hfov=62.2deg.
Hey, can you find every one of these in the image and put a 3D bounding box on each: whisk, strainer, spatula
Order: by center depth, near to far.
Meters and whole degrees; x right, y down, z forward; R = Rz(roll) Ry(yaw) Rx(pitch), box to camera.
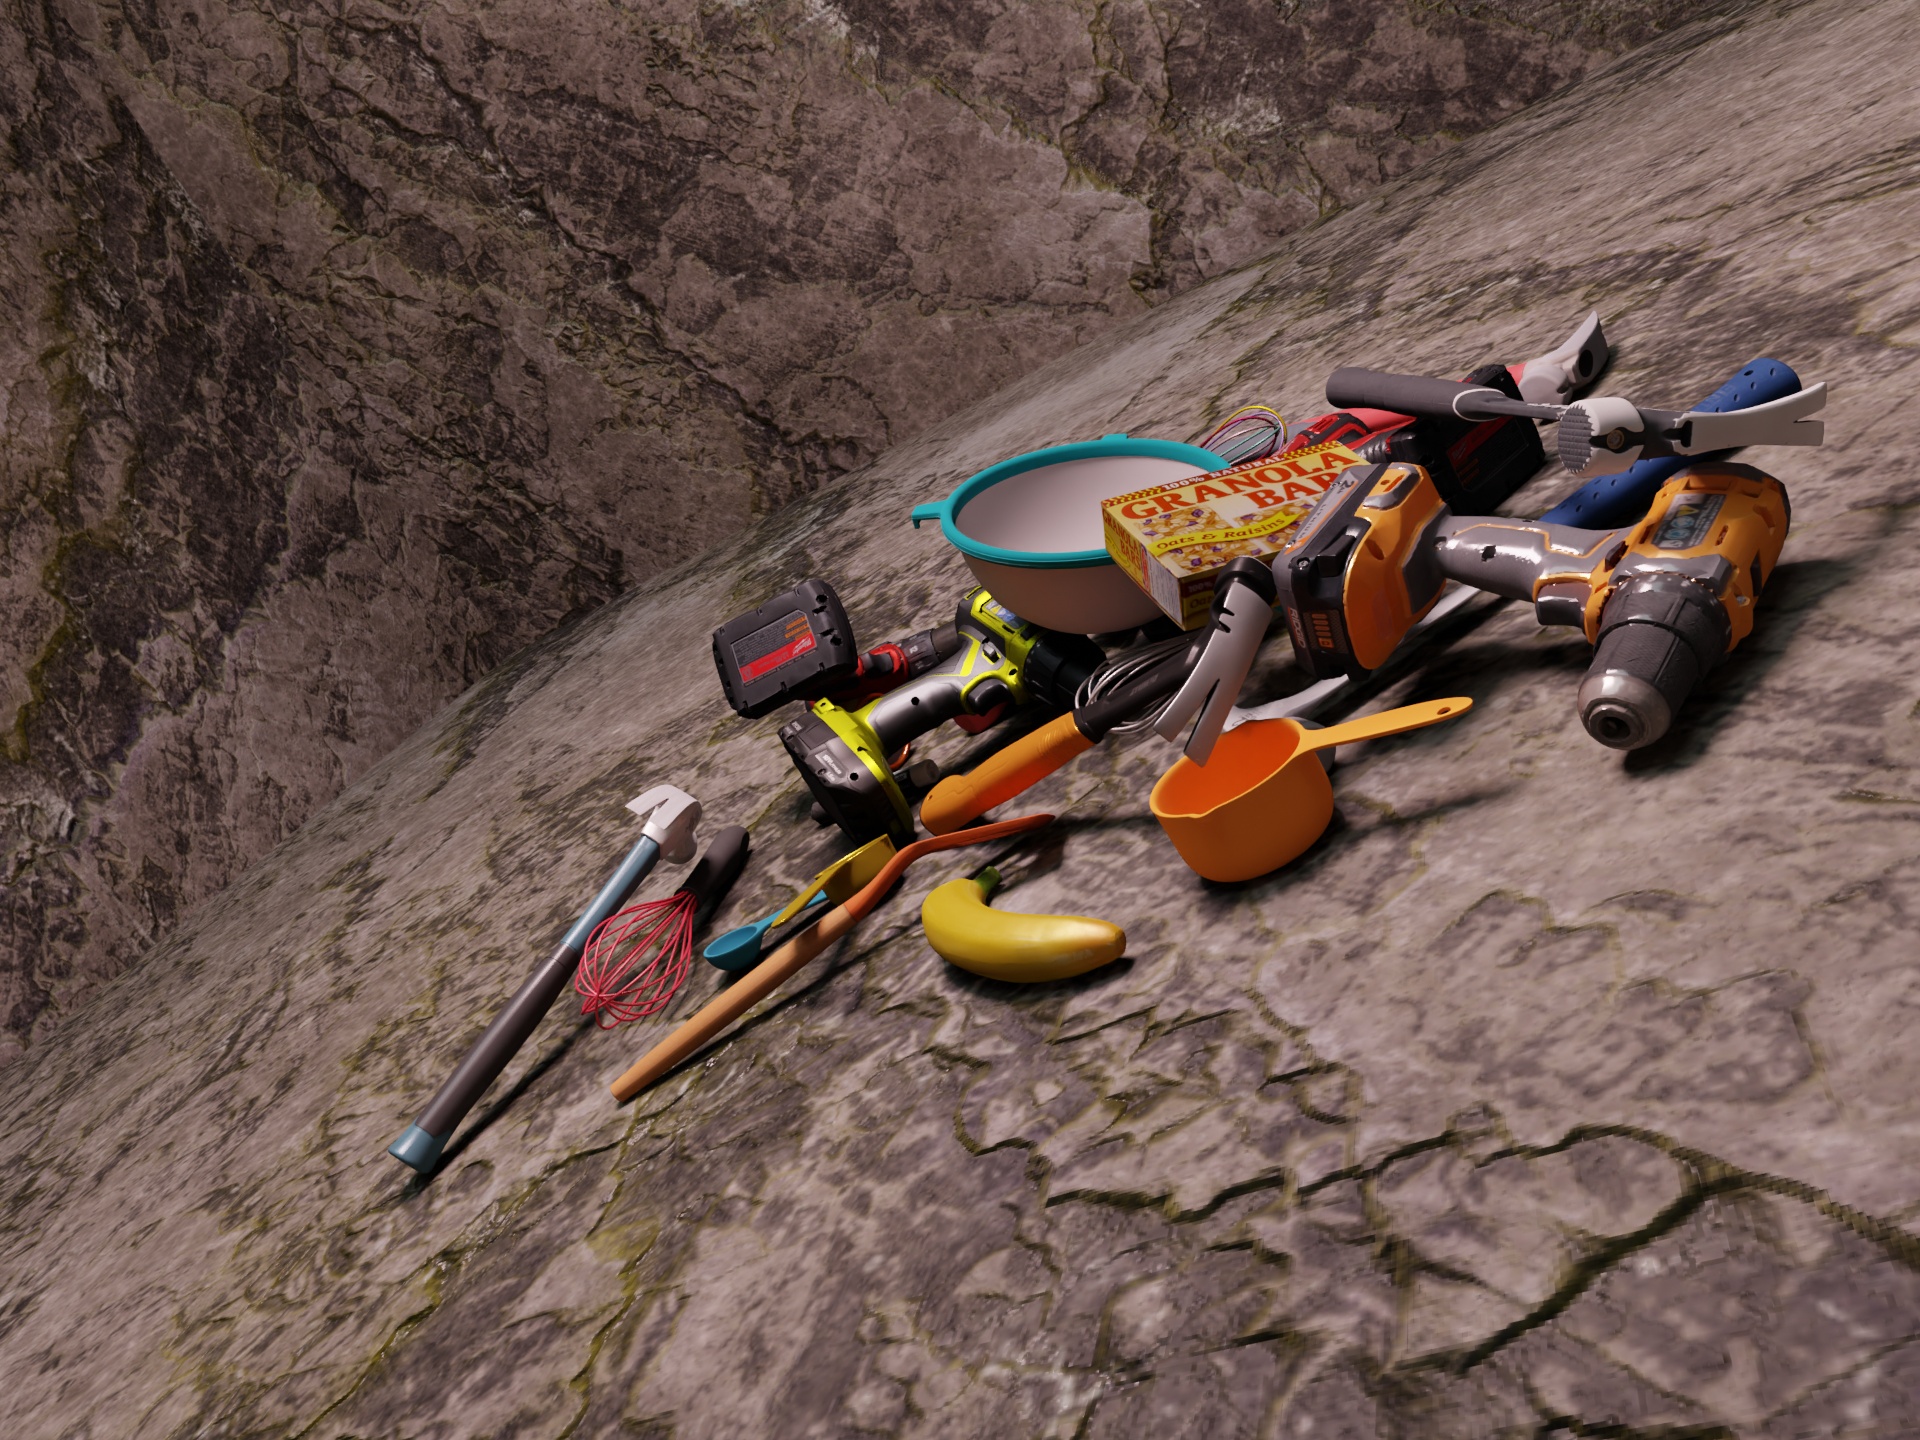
[{"bbox_3d":[-0.082,0.141,0.984,0.322,0.041,0.081,-38,-9,1],"label":"spatula"},{"bbox_3d":[0.130,-0.098,1.090,0.211,0.095,0.341,-24,33,-23],"label":"strainer"},{"bbox_3d":[0.183,-0.063,1.094,0.246,0.057,0.059,-32,50,-16],"label":"whisk"},{"bbox_3d":[-0.209,0.141,1.178,0.073,0.073,0.296,-26,11,18],"label":"whisk"},{"bbox_3d":[0.182,-0.206,1.376,0.245,0.047,0.051,-25,28,42],"label":"whisk"}]

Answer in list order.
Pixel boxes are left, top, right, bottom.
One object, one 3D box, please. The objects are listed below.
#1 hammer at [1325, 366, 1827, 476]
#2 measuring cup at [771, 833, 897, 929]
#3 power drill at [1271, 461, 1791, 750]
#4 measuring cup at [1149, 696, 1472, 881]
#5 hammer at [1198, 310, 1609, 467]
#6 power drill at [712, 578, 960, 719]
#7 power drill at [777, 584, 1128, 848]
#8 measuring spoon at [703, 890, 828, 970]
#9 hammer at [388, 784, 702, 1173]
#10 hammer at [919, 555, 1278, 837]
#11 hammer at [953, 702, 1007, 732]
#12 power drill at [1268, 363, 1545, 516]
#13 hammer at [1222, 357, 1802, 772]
[{"bbox_3d":[0.322,-0.187,0.937,0.149,0.036,0.409,-6,16,-10],"label":"hammer"},{"bbox_3d":[-0.081,0.113,1.020,0.062,0.029,0.156,-31,3,22],"label":"measuring cup"},{"bbox_3d":[0.274,-0.060,0.796,0.226,0.084,0.185,7,43,39],"label":"power drill"},{"bbox_3d":[0.181,0.033,0.798,0.173,0.052,0.095,-18,20,33],"label":"measuring cup"},{"bbox_3d":[0.338,-0.256,1.332,0.386,0.038,0.143,-8,25,43],"label":"hammer"},{"bbox_3d":[-0.084,-0.053,1.357,0.188,0.080,0.226,-25,-16,19],"label":"power drill"},{"bbox_3d":[-0.002,-0.004,1.163,0.228,0.080,0.191,-34,35,-11],"label":"power drill"},{"bbox_3d":[-0.114,0.139,1.092,0.128,0.021,0.042,-26,12,-14],"label":"measuring spoon"},{"bbox_3d":[-0.287,0.177,1.133,0.331,0.033,0.128,-56,-9,-31],"label":"hammer"},{"bbox_3d":[0.061,0.017,0.954,0.337,0.034,0.127,-35,23,55],"label":"hammer"},{"bbox_3d":[0.091,-0.098,1.380,0.149,0.036,0.359,-15,22,44],"label":"hammer"},{"bbox_3d":[0.300,-0.183,1.170,0.143,0.078,0.220,-38,17,-23],"label":"power drill"},{"bbox_3d":[0.324,-0.096,0.945,0.405,0.035,0.144,-33,16,-7],"label":"hammer"}]
